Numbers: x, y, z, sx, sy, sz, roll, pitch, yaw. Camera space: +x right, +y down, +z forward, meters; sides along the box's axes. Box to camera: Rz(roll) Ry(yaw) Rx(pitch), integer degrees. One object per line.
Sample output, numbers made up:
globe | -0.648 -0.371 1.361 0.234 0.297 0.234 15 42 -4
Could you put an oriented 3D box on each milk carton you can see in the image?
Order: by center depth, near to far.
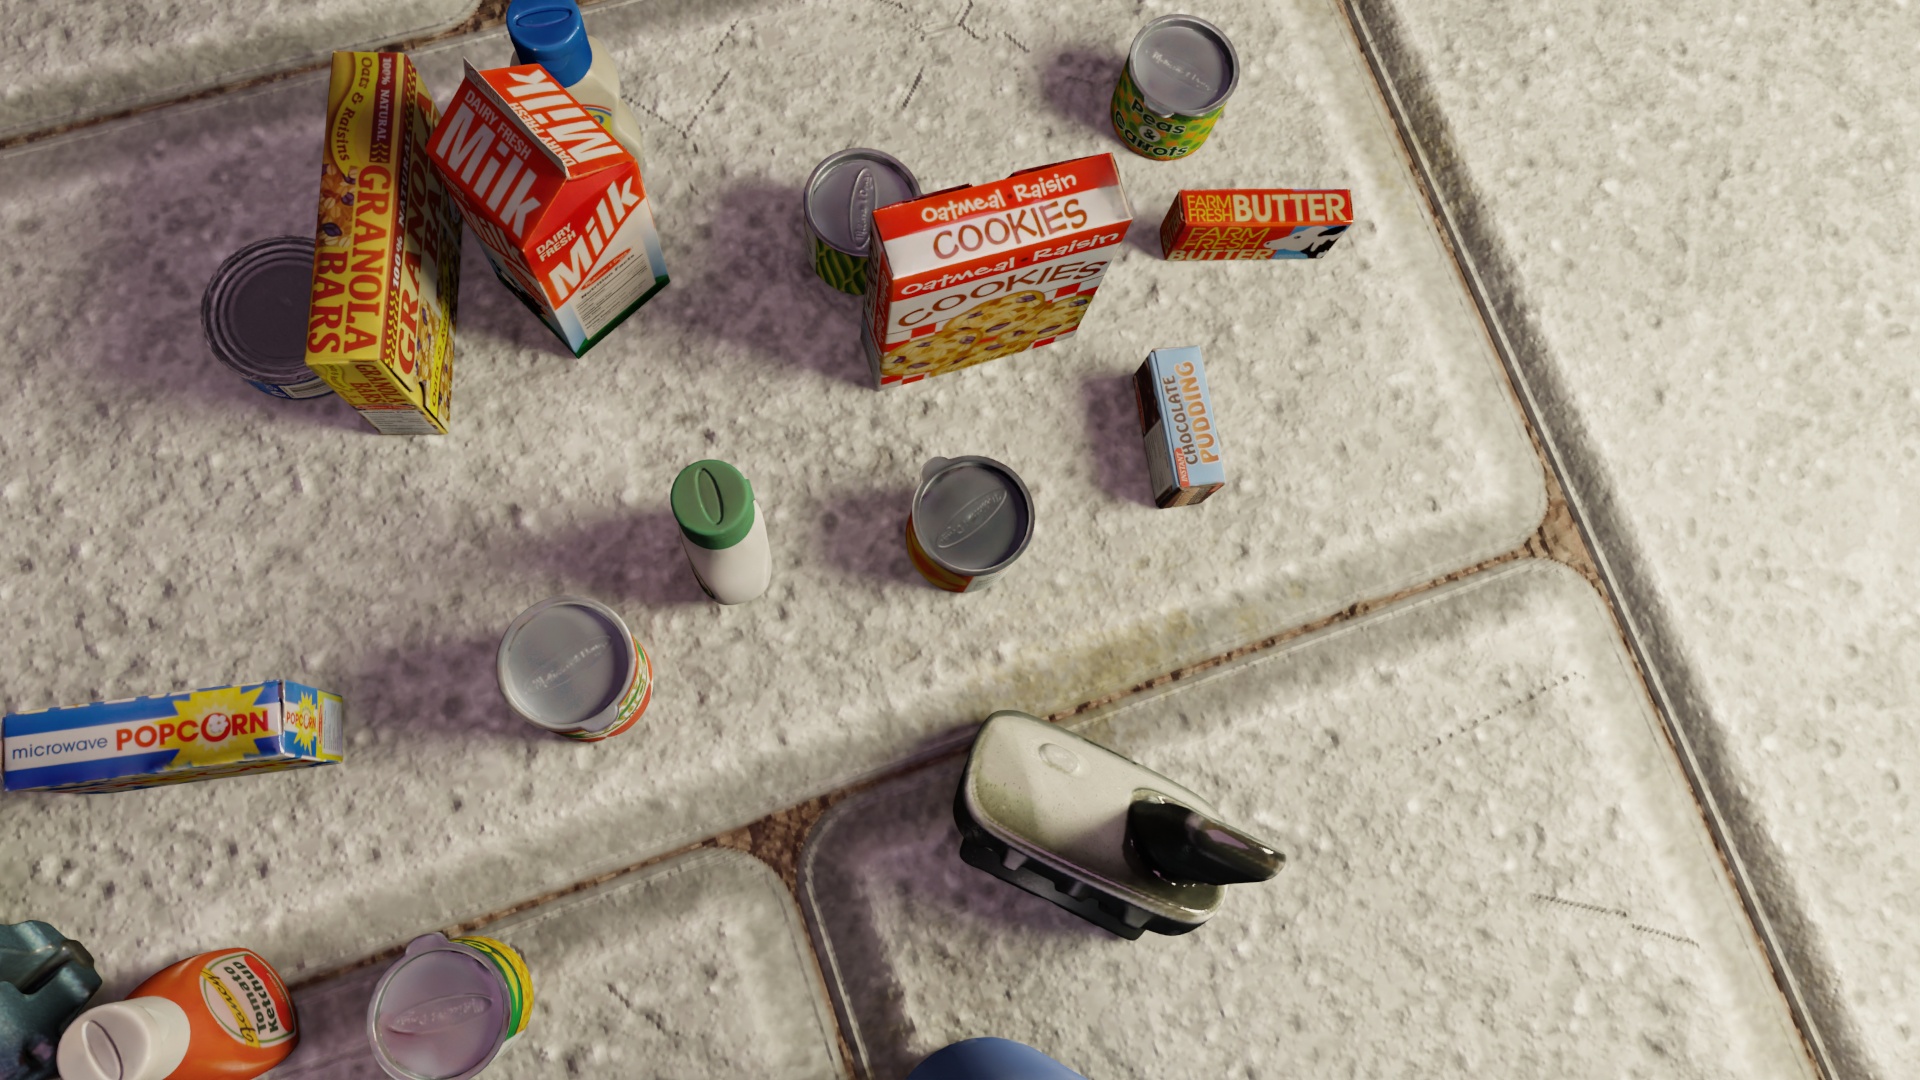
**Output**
milk carton | -0.208 -0.171 0.710 0.073 0.190 0.072 -44 85 -13

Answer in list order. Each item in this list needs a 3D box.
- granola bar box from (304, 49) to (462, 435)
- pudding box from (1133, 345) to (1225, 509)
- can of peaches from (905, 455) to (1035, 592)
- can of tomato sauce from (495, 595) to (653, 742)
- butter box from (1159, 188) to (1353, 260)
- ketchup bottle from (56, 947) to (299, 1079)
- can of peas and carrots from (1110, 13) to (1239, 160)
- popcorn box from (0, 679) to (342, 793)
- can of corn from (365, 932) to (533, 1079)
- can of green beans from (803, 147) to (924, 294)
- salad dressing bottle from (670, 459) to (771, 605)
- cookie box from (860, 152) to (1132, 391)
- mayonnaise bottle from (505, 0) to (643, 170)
granola bar box | -0.297 -0.151 0.731 0.039 0.124 0.166 0 77 -6
pudding box | 0.124 -0.065 0.792 0.030 0.049 0.084 -8 78 -7
can of peaches | 0.003 -0.010 0.763 0.071 0.058 0.071 1 77 -6
can of tomato sauce | -0.193 0.069 0.712 0.071 0.083 0.071 1 77 -5
butter box | 0.174 -0.187 0.824 0.103 0.053 0.024 -2 78 -6
ketchup bottle | -0.351 0.221 0.627 0.043 0.148 0.065 -33 83 -11
can of peas and carrots | 0.126 -0.269 0.835 0.071 0.058 0.071 1 77 -6
popcorn box | -0.383 0.098 0.684 0.127 0.085 0.038 -7 78 -7
can of corn | -0.249 0.227 0.682 0.071 0.058 0.071 1 77 -6
can of green beans | -0.057 -0.182 0.796 0.071 0.057 0.071 1 77 -6
salad dressing bottle | -0.121 -0.006 0.703 0.044 0.147 0.064 -16 80 -9
cookie box | 0.012 -0.138 0.737 0.123 0.167 0.040 -17 80 -9
mayonnaise bottle | -0.211 -0.239 0.747 0.065 0.147 0.041 -14 79 -8
